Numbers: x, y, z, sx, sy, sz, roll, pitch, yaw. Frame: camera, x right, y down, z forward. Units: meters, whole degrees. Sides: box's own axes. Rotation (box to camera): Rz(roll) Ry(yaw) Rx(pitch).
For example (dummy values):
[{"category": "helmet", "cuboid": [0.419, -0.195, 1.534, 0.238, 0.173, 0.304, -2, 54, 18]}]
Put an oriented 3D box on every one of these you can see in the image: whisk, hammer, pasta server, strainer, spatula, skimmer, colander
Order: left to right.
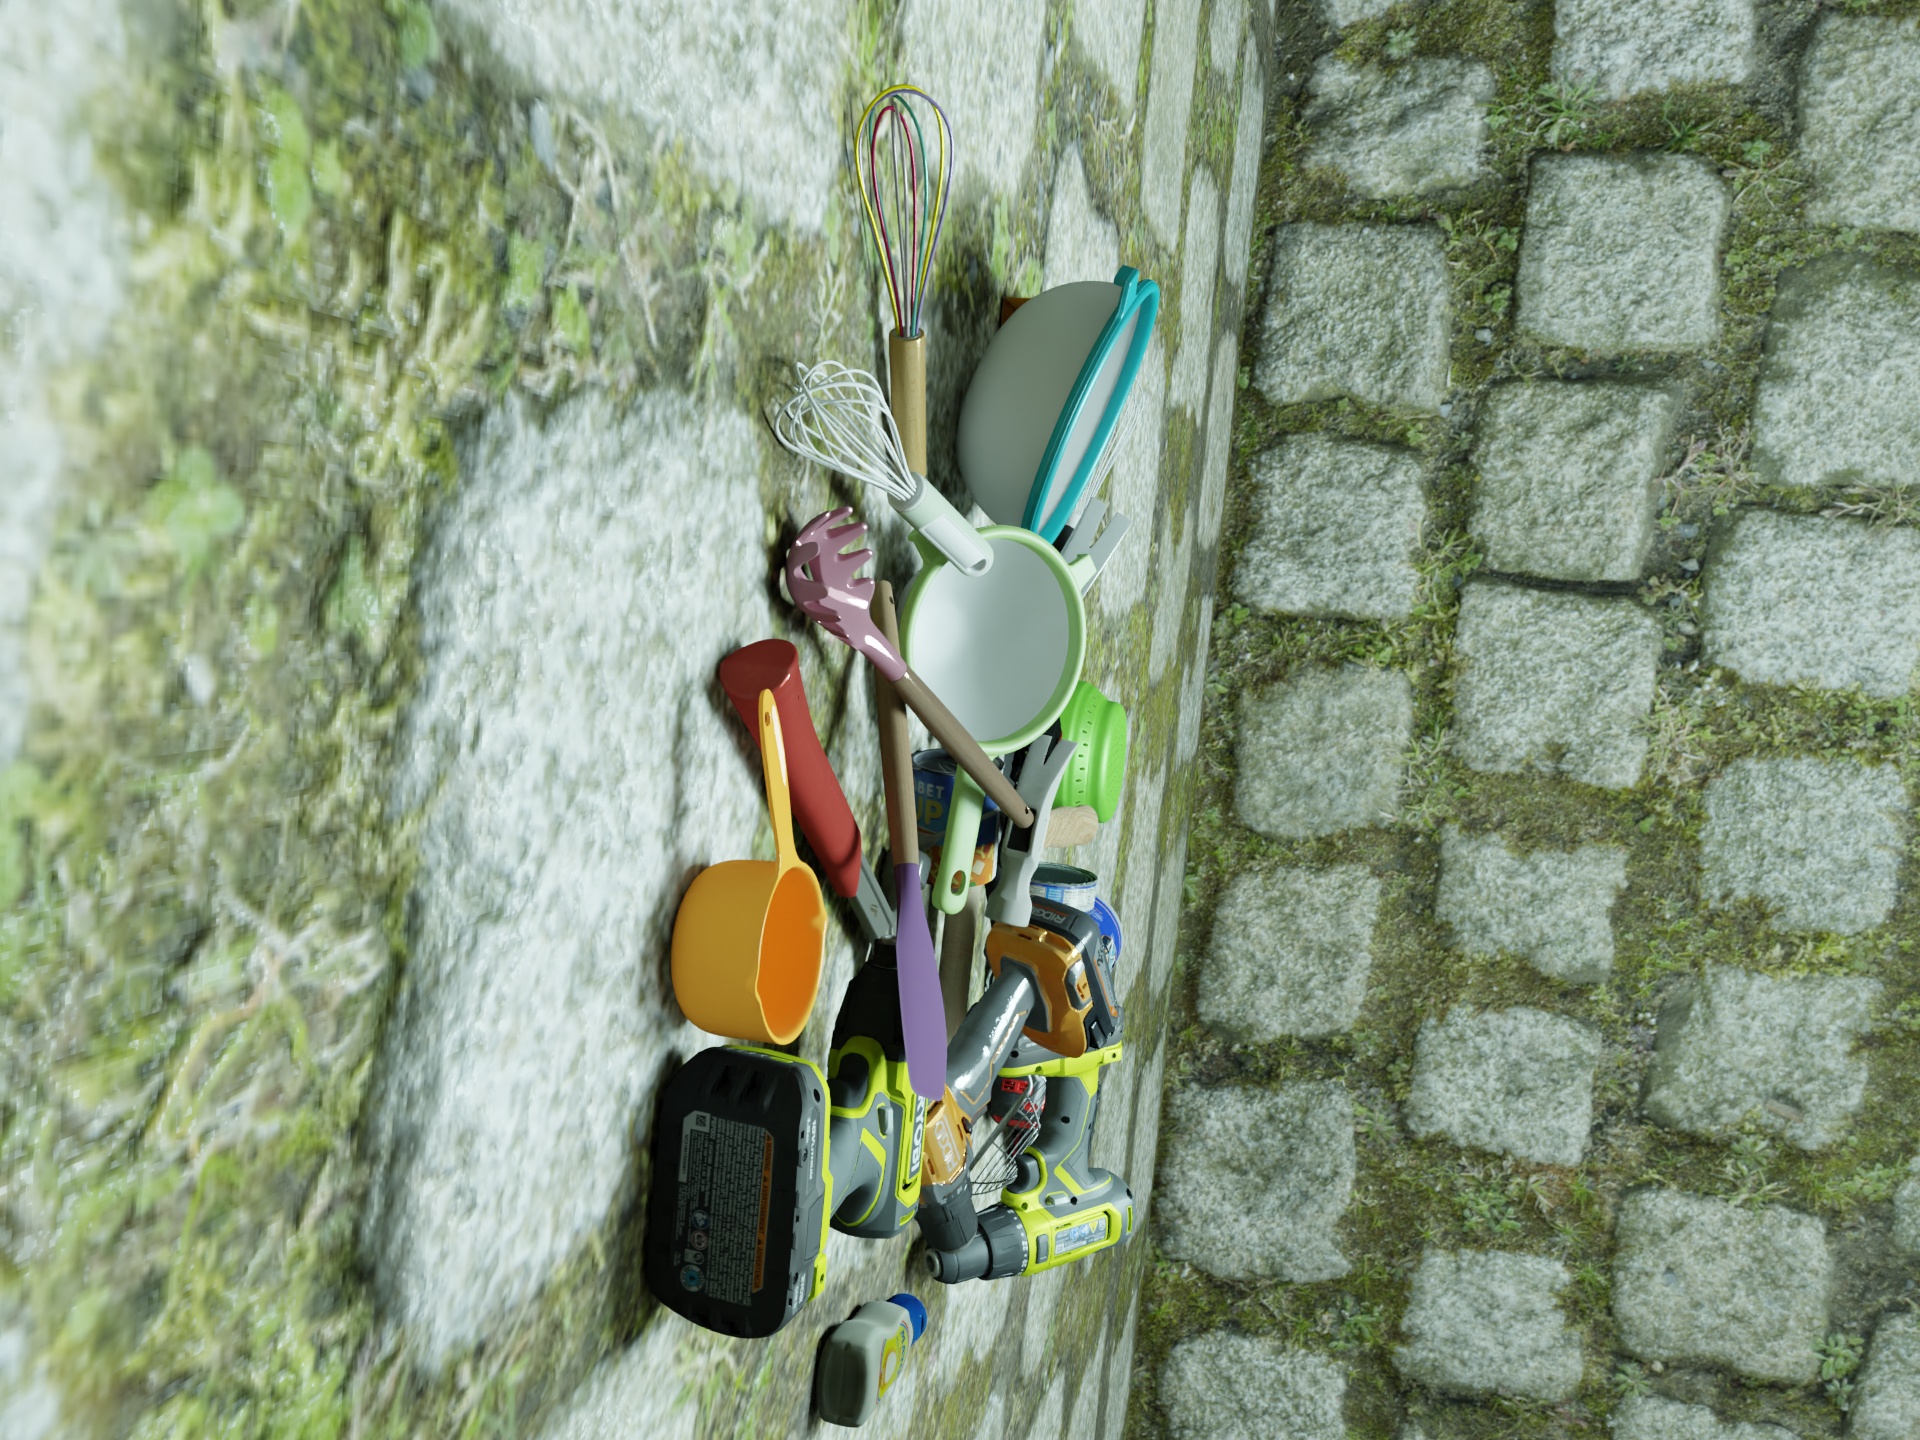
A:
[{"category": "hammer", "cuboid": [-0.075, 0.074, 0.912, 0.358, 0.037, 0.149, 73, 27, -59]}, {"category": "whisk", "cuboid": [-0.036, -0.246, 0.927, 0.047, 0.051, 0.244, -41, 144, -39]}, {"category": "whisk", "cuboid": [-0.033, -0.131, 0.886, 0.059, 0.058, 0.246, 63, 12, 25]}, {"category": "spatula", "cuboid": [-0.033, 0.061, 0.925, 0.059, 0.018, 0.316, 38, 41, -60]}, {"category": "pasta server", "cuboid": [-0.019, -0.015, 0.934, 0.315, 0.040, 0.060, 50, 45, -48]}, {"category": "strainer", "cuboid": [-0.002, -0.003, 1.056, 0.151, 0.069, 0.256, 6, 96, -37]}, {"category": "hammer", "cuboid": [-0.002, 0.184, 1.236, 0.146, 0.038, 0.410, -39, 136, -81]}, {"category": "skimmer", "cuboid": [0.018, 0.237, 1.364, 0.127, 0.090, 0.363, -36, 121, -61]}, {"category": "strainer", "cuboid": [0.028, -0.170, 1.136, 0.340, 0.095, 0.211, -64, 173, 8]}, {"category": "hammer", "cuboid": [0.074, 0.080, 1.222, 0.331, 0.031, 0.130, 13, 90, -78]}, {"category": "hammer", "cuboid": [0.081, -0.124, 1.280, 0.146, 0.035, 0.335, -57, -176, 14]}, {"category": "colander", "cuboid": [0.115, 0.054, 1.526, 0.396, 0.094, 0.204, 49, 49, -71]}, {"category": "whisk", "cuboid": [0.113, -0.212, 1.491, 0.070, 0.070, 0.285, 61, 42, -67]}]

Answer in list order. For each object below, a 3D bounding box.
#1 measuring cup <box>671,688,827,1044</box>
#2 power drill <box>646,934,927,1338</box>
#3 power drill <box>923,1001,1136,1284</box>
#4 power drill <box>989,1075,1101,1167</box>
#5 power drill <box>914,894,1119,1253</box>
[{"category": "measuring cup", "cuboid": [-0.107, 0.070, 0.762, 0.095, 0.052, 0.173, -40, 129, -69]}, {"category": "power drill", "cuboid": [-0.075, 0.215, 0.850, 0.223, 0.080, 0.171, -9, 105, -71]}, {"category": "power drill", "cuboid": [0.056, 0.345, 1.304, 0.190, 0.080, 0.228, -6, 101, -32]}, {"category": "power drill", "cuboid": [0.083, 0.364, 1.591, 0.219, 0.078, 0.143, 71, 28, -54]}, {"category": "power drill", "cuboid": [0.023, 0.260, 1.153, 0.226, 0.084, 0.185, -43, 132, -35]}]
